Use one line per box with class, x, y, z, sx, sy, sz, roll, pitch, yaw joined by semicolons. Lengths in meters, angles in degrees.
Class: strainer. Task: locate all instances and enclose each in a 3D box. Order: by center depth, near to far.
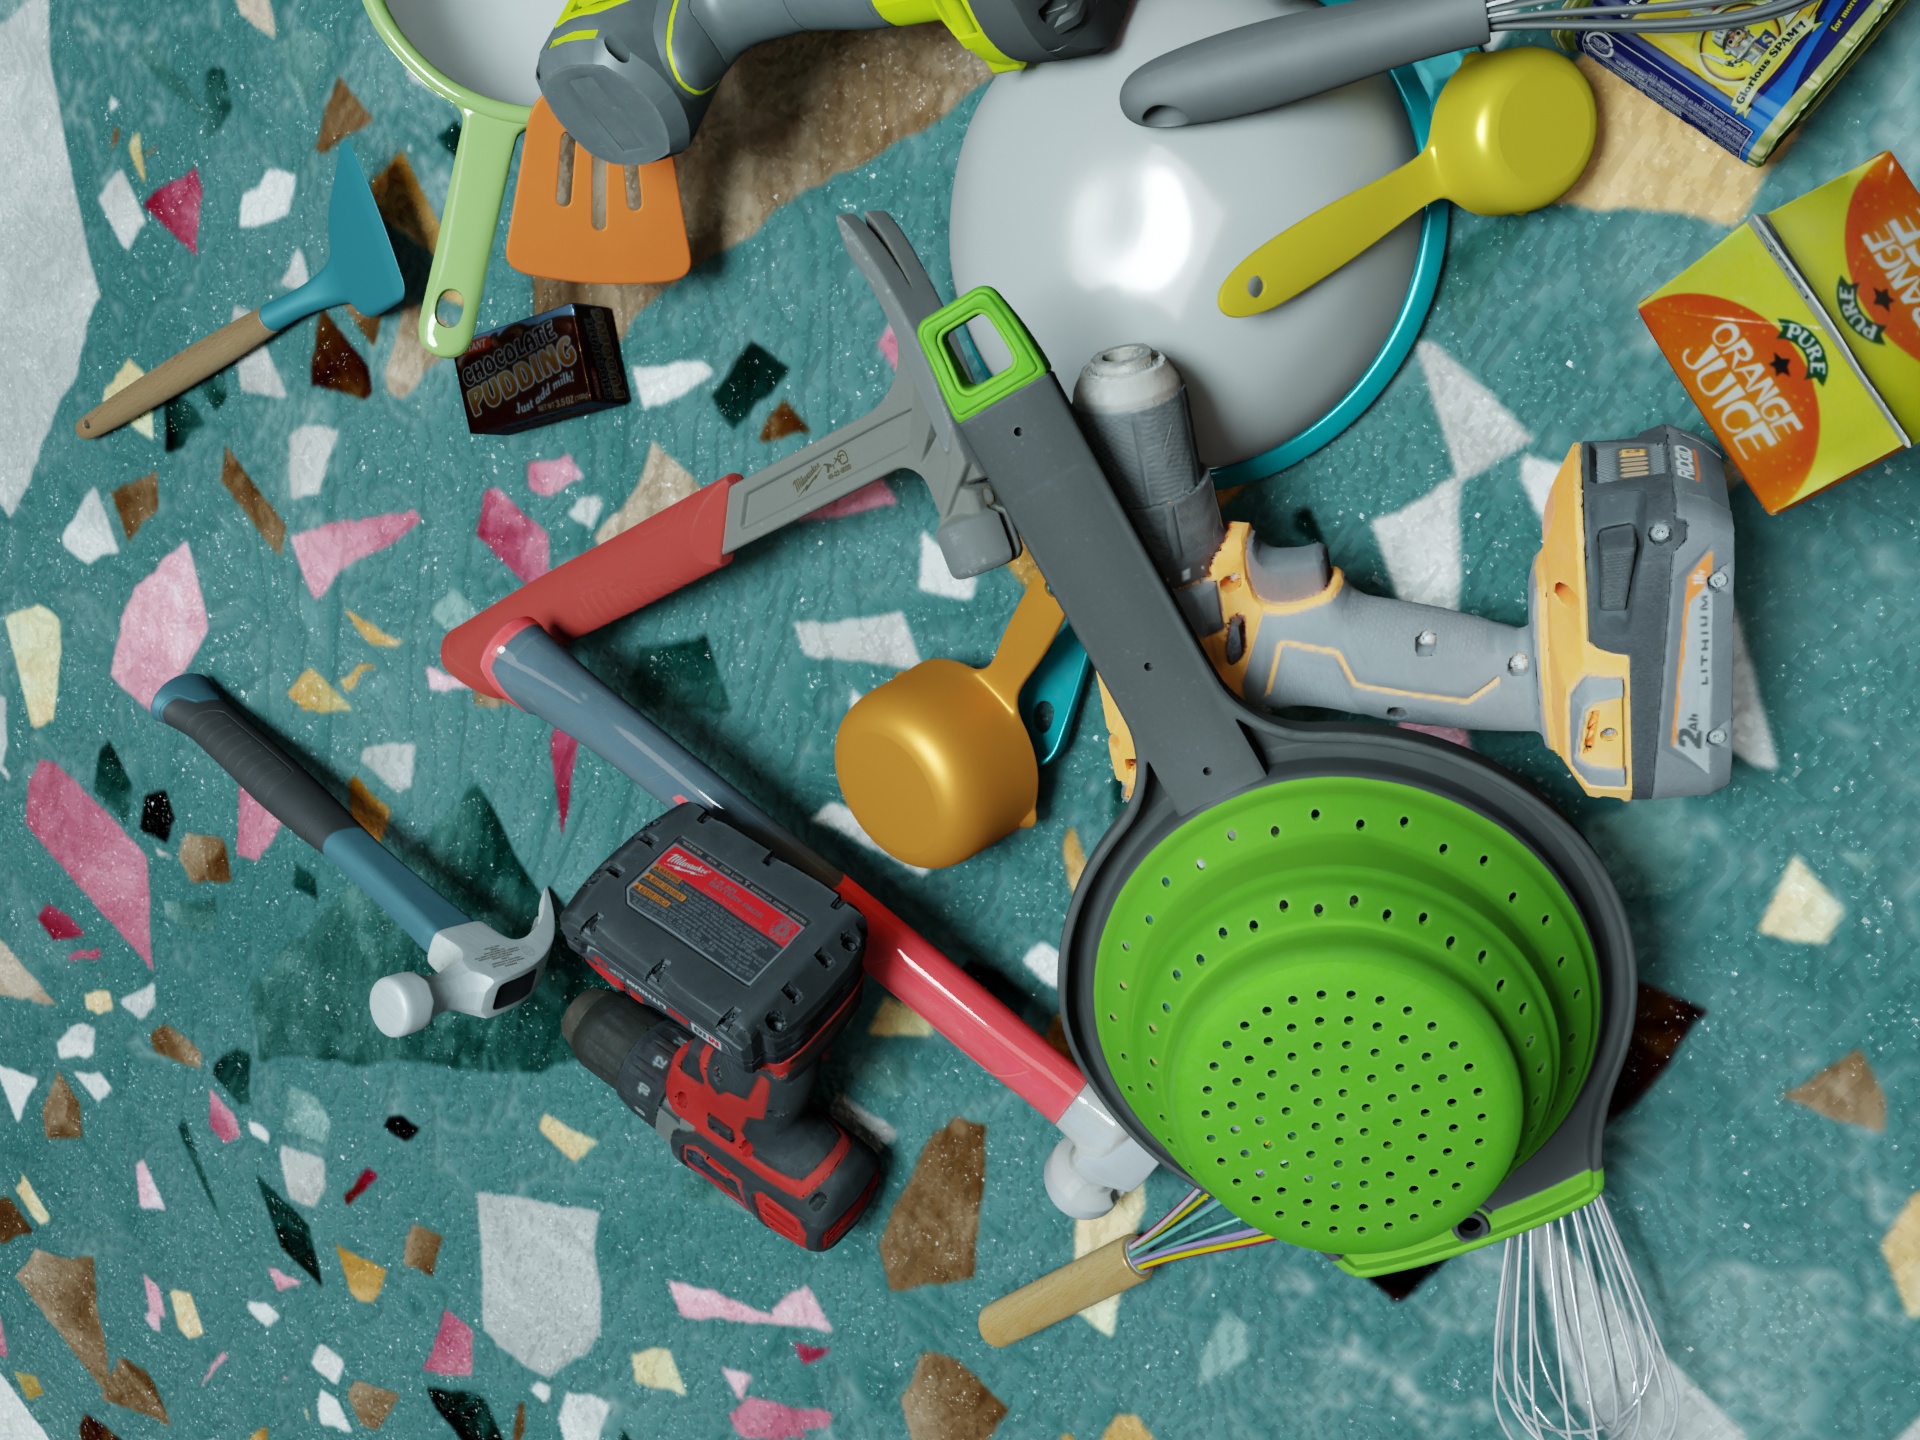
strainer;0.056;-0.133;0.630;0.211;0.095;0.340;22;108;22
strainer;-0.208;-0.291;0.732;0.151;0.069;0.256;13;95;-12

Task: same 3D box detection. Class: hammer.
hammer;-0.063;0.067;0.711;0.386;0.038;0.143;37;142;11
hammer;-0.134;-0.089;0.733;0.359;0.037;0.149;-19;96;39
hammer;-0.348;0.060;0.876;0.331;0.128;0.033;32;112;28

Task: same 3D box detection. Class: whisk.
whisk;0.165;-0.228;0.506;0.239;0.055;0.055;-8;96;22
whisk;0.229;0.161;0.620;0.070;0.070;0.284;-8;91;28
whisk;0.096;0.230;0.714;0.245;0.051;0.047;-39;60;32

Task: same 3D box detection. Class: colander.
colander;0.088;0.041;0.529;0.204;0.094;0.397;-27;100;19

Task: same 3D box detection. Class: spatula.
spatula;-0.160;-0.356;0.687;0.081;0.041;0.322;-2;93;-14
spatula;-0.410;-0.216;0.885;0.317;0.044;0.082;-17;95;30

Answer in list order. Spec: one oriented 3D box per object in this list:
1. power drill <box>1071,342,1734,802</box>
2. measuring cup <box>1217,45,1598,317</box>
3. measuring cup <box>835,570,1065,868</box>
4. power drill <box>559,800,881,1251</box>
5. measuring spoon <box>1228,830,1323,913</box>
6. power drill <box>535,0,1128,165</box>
power drill;0.150;-0.053;0.571;0.226;0.084;0.185;-2;121;22
measuring cup;0.158;-0.182;0.554;0.156;0.029;0.062;-33;112;-11
measuring cup;-0.001;-0.002;0.673;0.095;0.052;0.173;47;141;15
power drill;-0.123;0.142;0.745;0.188;0.080;0.226;29;144;22
measuring spoon;0.119;0.041;0.680;0.124;0.018;0.034;47;117;20
power drill;-0.042;-0.314;0.615;0.228;0.080;0.191;3;62;31
